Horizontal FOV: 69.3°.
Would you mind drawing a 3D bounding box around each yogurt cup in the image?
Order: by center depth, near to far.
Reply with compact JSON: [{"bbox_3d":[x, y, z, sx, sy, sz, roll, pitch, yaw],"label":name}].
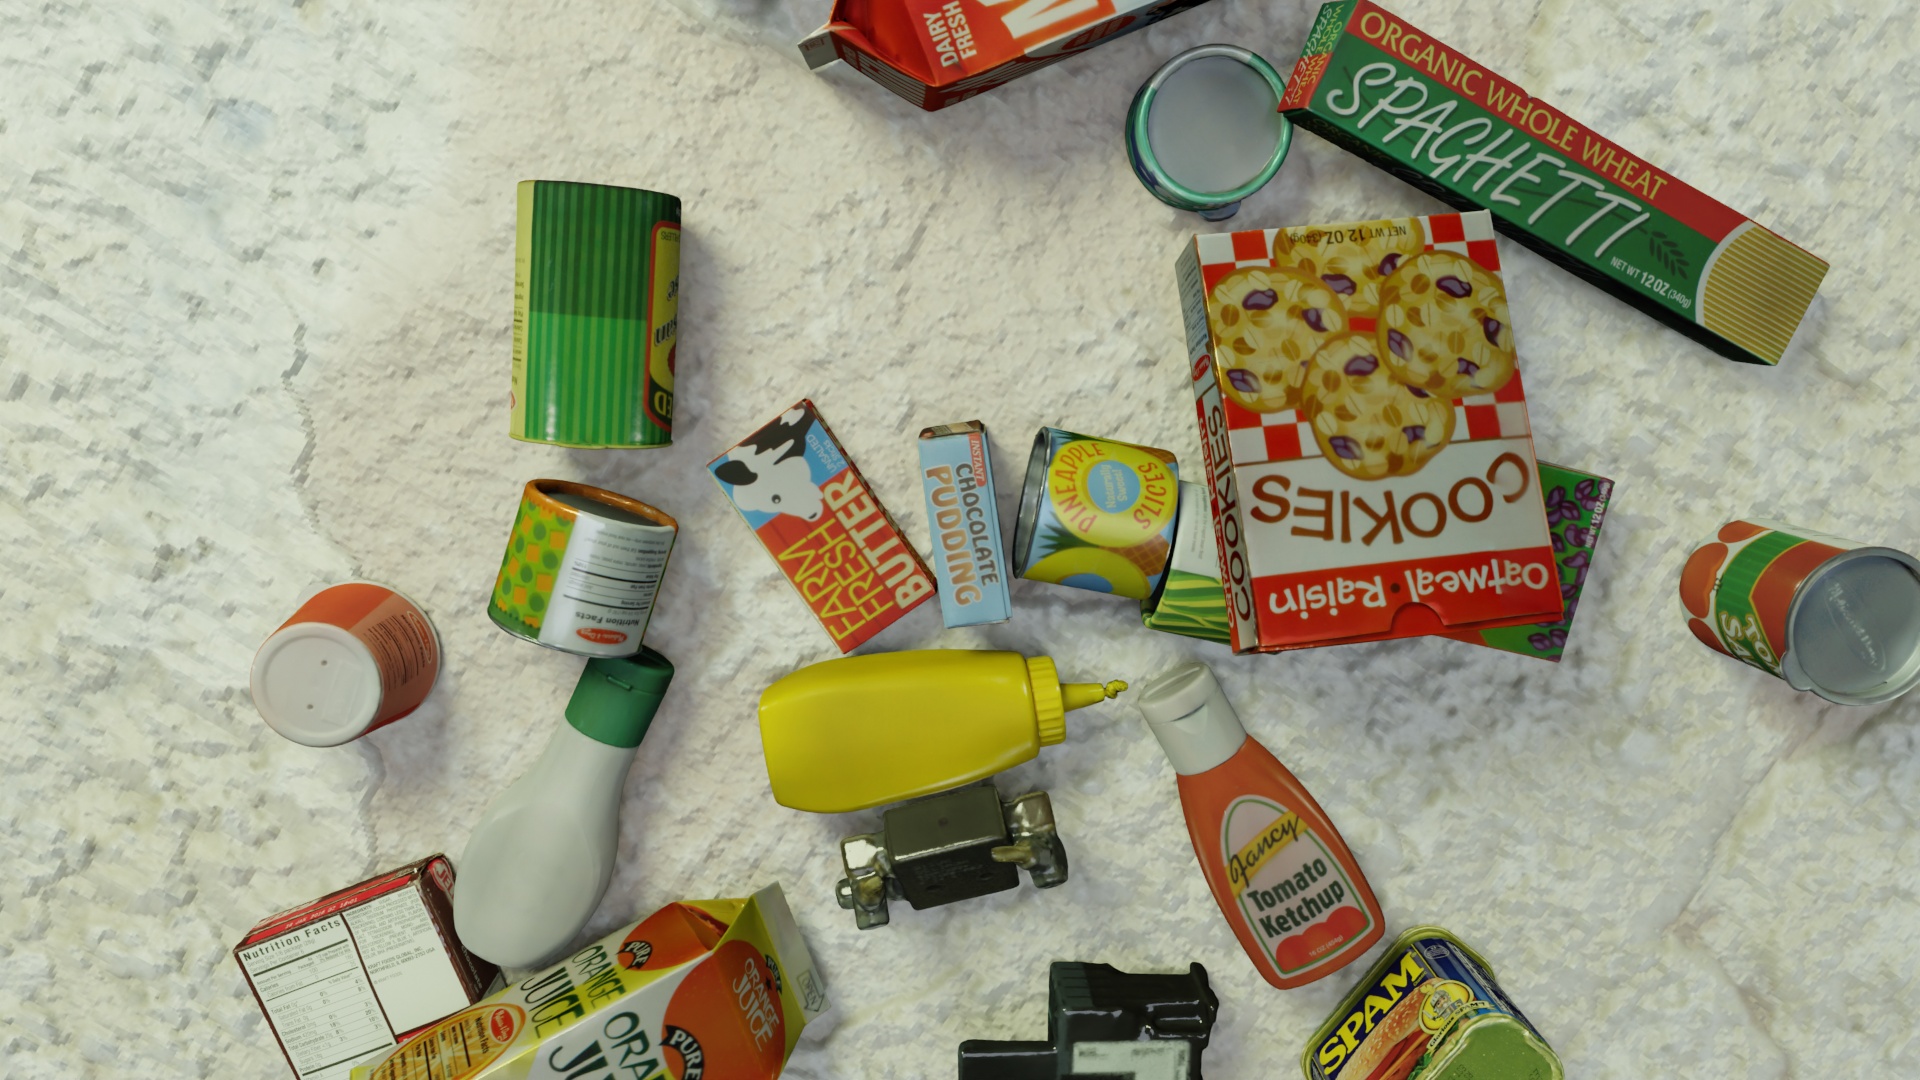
[{"bbox_3d":[-0.266,0.055,0.596,0.072,0.054,0.072,0,100,-2],"label":"yogurt cup"}]

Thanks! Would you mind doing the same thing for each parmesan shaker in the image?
[{"bbox_3d":[-0.149,-0.092,0.568,0.071,0.071,0.103,4,99,-3],"label":"parmesan shaker"}]

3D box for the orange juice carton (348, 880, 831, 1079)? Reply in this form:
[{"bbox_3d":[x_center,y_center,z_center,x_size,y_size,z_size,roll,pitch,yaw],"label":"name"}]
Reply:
[{"bbox_3d":[-0.152,0.221,0.598,0.193,0.073,0.071,-24,104,-21],"label":"orange juice carton"}]

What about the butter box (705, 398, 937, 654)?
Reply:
[{"bbox_3d":[-0.060,-0.006,0.609,0.053,0.024,0.103,-35,98,4],"label":"butter box"}]

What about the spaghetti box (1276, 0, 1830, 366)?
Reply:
[{"bbox_3d":[0.250,-0.146,0.579,0.250,0.029,0.050,23,97,-14],"label":"spaghetti box"}]

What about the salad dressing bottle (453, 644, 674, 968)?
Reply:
[{"bbox_3d":[-0.173,0.115,0.615,0.064,0.044,0.147,26,96,-3],"label":"salad dressing bottle"}]

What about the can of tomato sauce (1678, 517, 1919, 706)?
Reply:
[{"bbox_3d":[0.362,0.030,0.600,0.071,0.083,0.071,0,99,-2],"label":"can of tomato sauce"}]

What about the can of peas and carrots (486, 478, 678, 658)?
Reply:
[{"bbox_3d":[-0.161,0.010,0.589,0.071,0.071,0.058,18,98,-5],"label":"can of peas and carrots"}]

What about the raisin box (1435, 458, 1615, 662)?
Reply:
[{"bbox_3d":[0.210,-0.003,0.612,0.123,0.040,0.086,12,99,-5],"label":"raisin box"}]

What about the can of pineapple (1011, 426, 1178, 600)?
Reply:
[{"bbox_3d":[0.057,-0.012,0.590,0.058,0.071,0.071,10,99,-4],"label":"can of pineapple"}]

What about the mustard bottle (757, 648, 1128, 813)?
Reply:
[{"bbox_3d":[-0.005,0.078,0.612,0.160,0.049,0.065,-8,101,-1],"label":"mustard bottle"}]

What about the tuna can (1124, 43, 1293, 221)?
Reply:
[{"bbox_3d":[0.105,-0.170,0.585,0.071,0.033,0.071,0,99,-2],"label":"tuna can"}]

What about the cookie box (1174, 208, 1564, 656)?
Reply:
[{"bbox_3d":[0.160,-0.043,0.555,0.123,0.040,0.167,-6,81,-5],"label":"cookie box"}]

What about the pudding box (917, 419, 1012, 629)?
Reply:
[{"bbox_3d":[0.002,-0.008,0.598,0.030,0.050,0.083,-8,99,1],"label":"pudding box"}]

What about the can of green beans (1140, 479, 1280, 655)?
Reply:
[{"bbox_3d":[0.113,0.012,0.597,0.058,0.071,0.071,12,99,-3],"label":"can of green beans"}]

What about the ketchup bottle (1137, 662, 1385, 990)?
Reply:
[{"bbox_3d":[0.131,0.126,0.627,0.065,0.043,0.148,-30,98,3],"label":"ketchup bottle"}]

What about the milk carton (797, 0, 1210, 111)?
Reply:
[{"bbox_3d":[0.026,-0.228,0.553,0.190,0.072,0.073,-21,100,2],"label":"milk carton"}]
